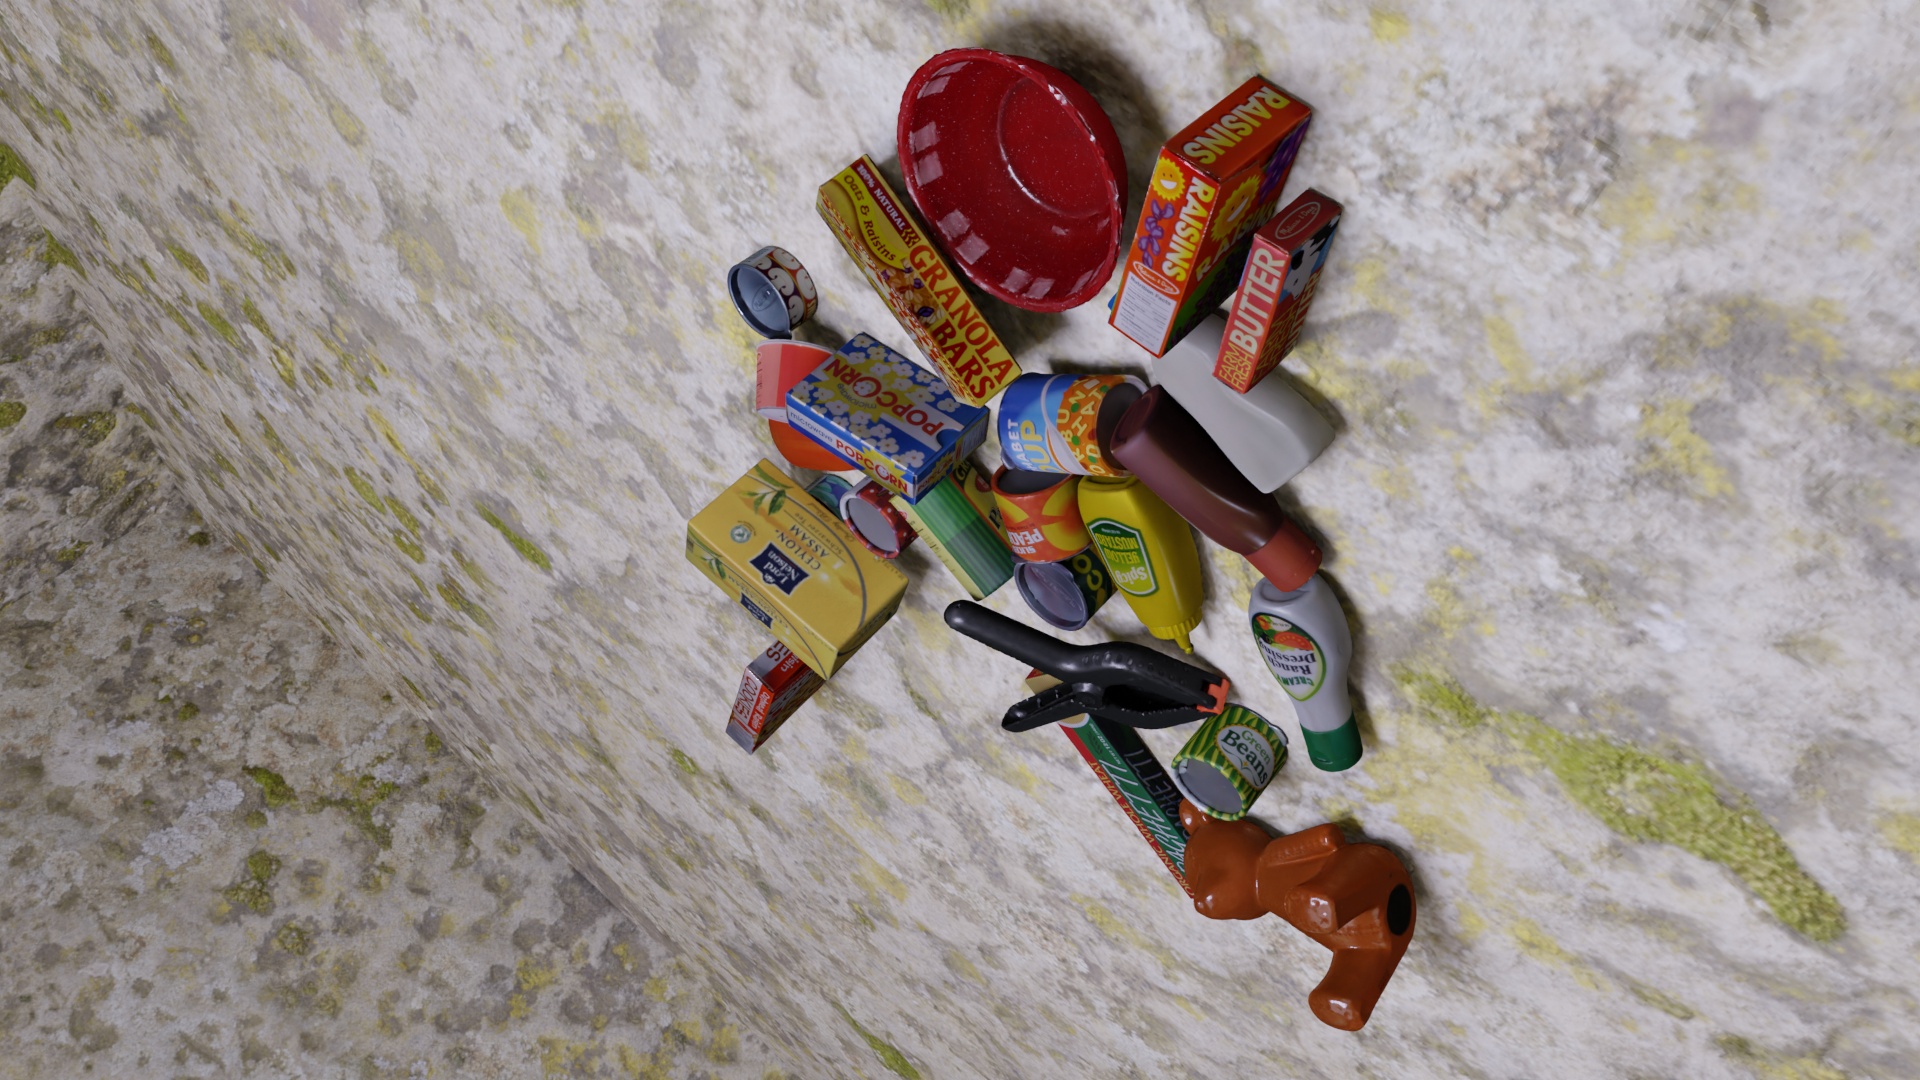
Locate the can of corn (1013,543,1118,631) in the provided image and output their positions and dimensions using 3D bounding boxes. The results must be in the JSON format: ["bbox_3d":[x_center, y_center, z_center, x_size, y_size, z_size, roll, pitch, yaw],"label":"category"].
[{"bbox_3d":[0.083,0.021,1.007,0.071,0.058,0.070,31,145,25],"label":"can of corn"}]

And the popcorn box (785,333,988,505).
[{"bbox_3d":[-0.055,-0.091,1.022,0.127,0.085,0.038,33,147,21],"label":"popcorn box"}]

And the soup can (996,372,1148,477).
[{"bbox_3d":[0.075,-0.073,0.900,0.084,0.072,0.071,8,131,46],"label":"soup can"}]

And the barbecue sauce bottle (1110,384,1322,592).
[{"bbox_3d":[0.160,-0.028,0.854,0.148,0.065,0.043,41,128,-12],"label":"barbecue sauce bottle"}]

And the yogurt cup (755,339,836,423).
[{"bbox_3d":[-0.128,-0.122,1.078,0.072,0.054,0.072,8,172,1],"label":"yogurt cup"}]

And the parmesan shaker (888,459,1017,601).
[{"bbox_3d":[0.004,-0.013,1.061,0.103,0.071,0.071,49,148,-5],"label":"parmesan shaker"}]

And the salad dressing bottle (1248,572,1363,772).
[{"bbox_3d":[0.232,0.088,0.915,0.064,0.044,0.147,10,133,46],"label":"salad dressing bottle"}]

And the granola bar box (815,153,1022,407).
[{"bbox_3d":[-0.029,-0.165,0.902,0.165,0.039,0.124,53,179,-10],"label":"granola bar box"}]

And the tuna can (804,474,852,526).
[{"bbox_3d":[-0.110,-0.022,1.217,0.071,0.033,0.070,31,145,25],"label":"tuna can"}]

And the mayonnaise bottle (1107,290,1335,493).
[{"bbox_3d":[0.149,-0.097,0.814,0.148,0.041,0.064,47,155,2],"label":"mayonnaise bottle"}]

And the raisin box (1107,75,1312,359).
[{"bbox_3d":[0.127,-0.165,0.720,0.040,0.086,0.122,38,147,18],"label":"raisin box"}]

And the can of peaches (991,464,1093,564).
[{"bbox_3d":[0.058,-0.025,0.974,0.071,0.071,0.057,13,134,42],"label":"can of peaches"}]

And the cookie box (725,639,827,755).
[{"bbox_3d":[-0.166,0.132,1.368,0.040,0.123,0.166,41,148,8],"label":"cookie box"}]

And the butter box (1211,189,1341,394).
[{"bbox_3d":[0.168,-0.130,0.742,0.024,0.053,0.103,36,147,21],"label":"butter box"}]

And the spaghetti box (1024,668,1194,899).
[{"bbox_3d":[0.146,0.200,1.158,0.249,0.029,0.050,53,148,-9],"label":"spaghetti box"}]

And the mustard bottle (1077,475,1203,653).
[{"bbox_3d":[0.133,0.018,0.953,0.065,0.049,0.159,6,130,49],"label":"mustard bottle"}]

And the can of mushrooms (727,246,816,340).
[{"bbox_3d":[-0.144,-0.189,1.071,0.071,0.033,0.070,30,144,25],"label":"can of mushrooms"}]

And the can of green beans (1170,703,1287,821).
[{"bbox_3d":[0.198,0.164,1.028,0.071,0.058,0.071,31,145,25],"label":"can of green beans"}]

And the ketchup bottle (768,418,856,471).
[{"bbox_3d":[-0.091,-0.083,1.115,0.149,0.044,0.064,10,134,44],"label":"ketchup bottle"}]

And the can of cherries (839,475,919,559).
[{"bbox_3d":[-0.053,-0.026,1.118,0.071,0.059,0.071,31,145,25],"label":"can of cherries"}]
